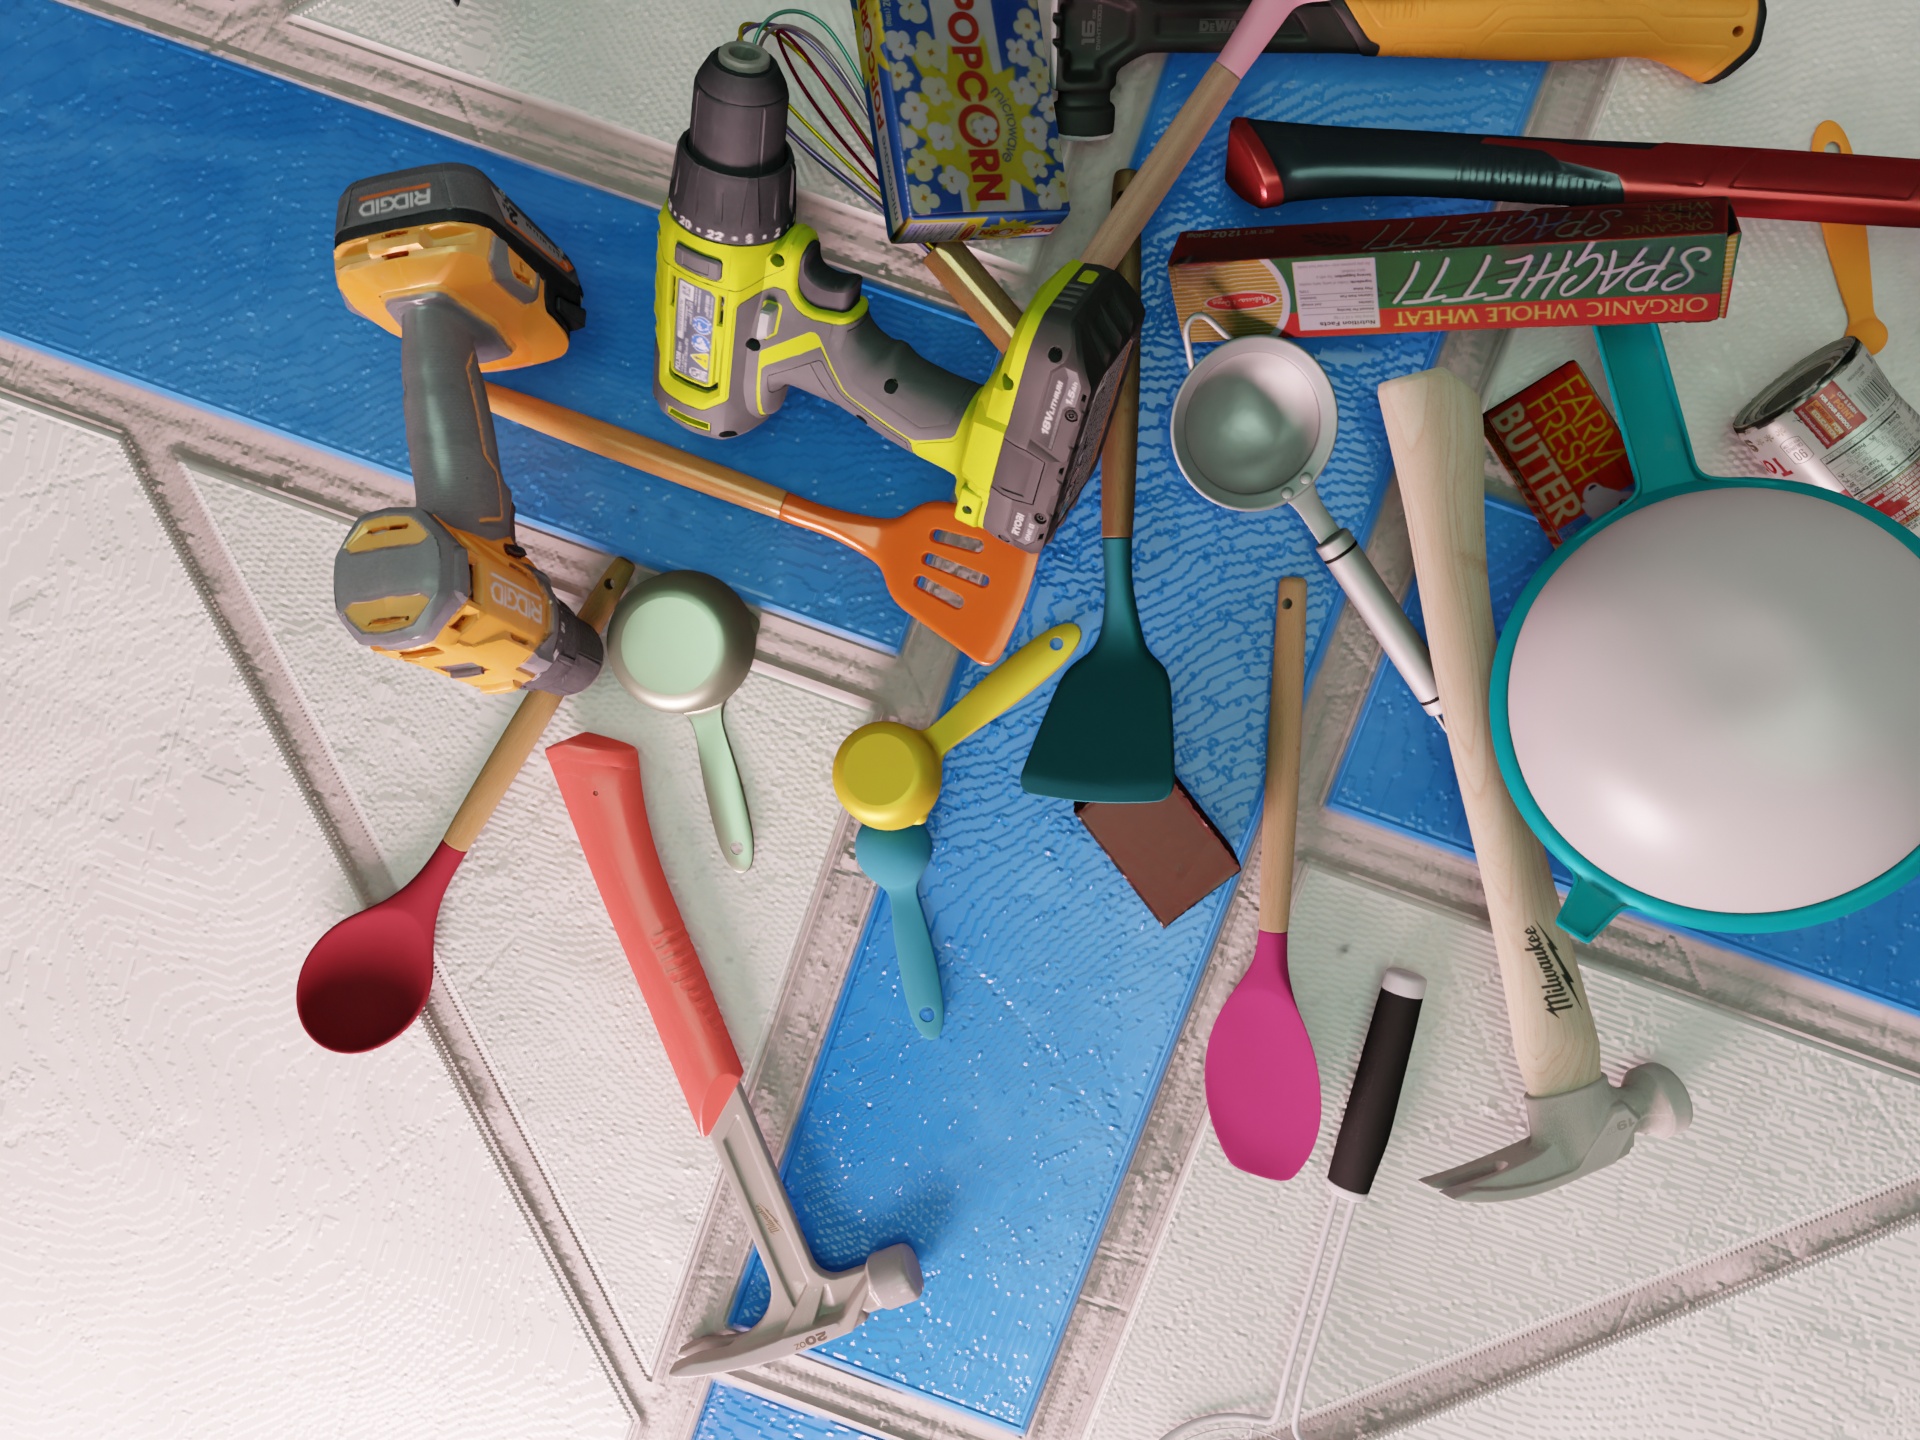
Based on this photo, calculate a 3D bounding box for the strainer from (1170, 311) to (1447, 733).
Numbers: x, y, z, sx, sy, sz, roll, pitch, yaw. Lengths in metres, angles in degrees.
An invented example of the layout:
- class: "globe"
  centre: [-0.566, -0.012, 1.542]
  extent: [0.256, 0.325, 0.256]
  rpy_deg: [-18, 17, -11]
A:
- class: "strainer"
  centre: [0.184, -0.094, 0.804]
  extent: [0.087, 0.050, 0.258]
  rpy_deg: [-36, 99, 1]

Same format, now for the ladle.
- class: "ladle"
  centre: [-0.263, 0.045, 0.866]
  extent: [0.069, 0.031, 0.315]
  rpy_deg: [33, 97, -3]

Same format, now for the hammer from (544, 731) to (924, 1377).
- class: "hammer"
  centre: [-0.152, 0.179, 0.868]
  extent: [0.149, 0.037, 0.359]
  rpy_deg: [-21, 95, 7]

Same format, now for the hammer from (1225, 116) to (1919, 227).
- class: "hammer"
  centre: [0.322, -0.269, 0.751]
  extent: [0.386, 0.038, 0.143]
  rpy_deg: [7, 67, 8]

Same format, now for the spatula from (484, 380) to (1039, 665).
- class: "spatula"
  centre: [-0.116, -0.120, 0.825]
  extent: [0.322, 0.041, 0.081]
  rpy_deg: [20, 99, 3]

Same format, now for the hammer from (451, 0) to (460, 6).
- class: "hammer"
  centre: [-0.066, -0.377, 0.733]
  extent: [0.409, 0.036, 0.149]
  rpy_deg: [15, 79, 14]

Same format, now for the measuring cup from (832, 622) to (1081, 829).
- class: "measuring cup"
  centre: [-0.001, -0.003, 0.831]
  extent: [0.156, 0.029, 0.062]
  rpy_deg: [-38, 75, 5]

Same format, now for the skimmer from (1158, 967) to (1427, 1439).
- class: "skimmer"
  centre: [0.176, 0.307, 0.829]
  extent: [0.127, 0.090, 0.363]
  rpy_deg: [18, 97, 34]

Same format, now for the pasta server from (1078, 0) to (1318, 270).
- class: "pasta server"
  centre: [0.111, -0.277, 0.741]
  extent: [0.060, 0.040, 0.316]
  rpy_deg: [25, 112, -29]

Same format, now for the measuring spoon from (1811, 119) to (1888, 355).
- class: "measuring spoon"
  centre: [0.436, -0.236, 0.779]
  extent: [0.021, 0.011, 0.117]
  rpy_deg: [-13, 96, 6]

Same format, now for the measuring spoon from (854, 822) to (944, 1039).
- class: "measuring spoon"
  centre: [-0.028, 0.112, 0.855]
  extent: [0.042, 0.021, 0.128]
  rpy_deg: [-11, 94, 6]

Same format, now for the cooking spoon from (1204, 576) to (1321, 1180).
- class: "cooking spoon"
  centre: [0.166, 0.084, 0.834]
  extent: [0.069, 0.017, 0.319]
  rpy_deg: [6, 97, 38]

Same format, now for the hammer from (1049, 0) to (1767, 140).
- class: "hammer"
  centre: [0.212, -0.342, 0.759]
  extent: [0.337, 0.034, 0.127]
  rpy_deg: [2, 122, 2]

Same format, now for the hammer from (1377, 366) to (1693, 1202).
- class: "hammer"
  centre: [0.258, 0.032, 0.793]
  extent: [0.146, 0.038, 0.410]
  rpy_deg: [-15, 95, -16]

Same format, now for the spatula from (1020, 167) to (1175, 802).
- class: "spatula"
  centre: [0.077, -0.119, 0.802]
  extent: [0.082, 0.044, 0.317]
  rpy_deg: [2, 94, 27]

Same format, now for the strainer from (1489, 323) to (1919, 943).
- class: "strainer"
  centre: [0.327, -0.076, 0.705]
  extent: [0.211, 0.095, 0.340]
  rpy_deg: [-14, 77, 20]

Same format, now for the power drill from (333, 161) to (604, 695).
- class: "power drill"
  centre: [-0.226, -0.124, 0.768]
  extent: [0.084, 0.185, 0.226]
  rpy_deg: [-7, 78, 12]

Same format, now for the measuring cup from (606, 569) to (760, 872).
- class: "measuring cup"
  centre: [-0.138, 0.003, 0.842]
  extent: [0.083, 0.038, 0.167]
  rpy_deg: [-13, 94, 6]

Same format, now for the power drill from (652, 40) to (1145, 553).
- class: "power drill"
  centre: [-0.038, -0.190, 0.739]
  extent: [0.228, 0.080, 0.190]
  rpy_deg: [25, 138, 8]

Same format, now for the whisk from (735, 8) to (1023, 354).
- class: "whisk"
  centre: [-0.023, -0.258, 0.803]
  extent: [0.051, 0.047, 0.245]
  rpy_deg: [-41, 97, 7]
